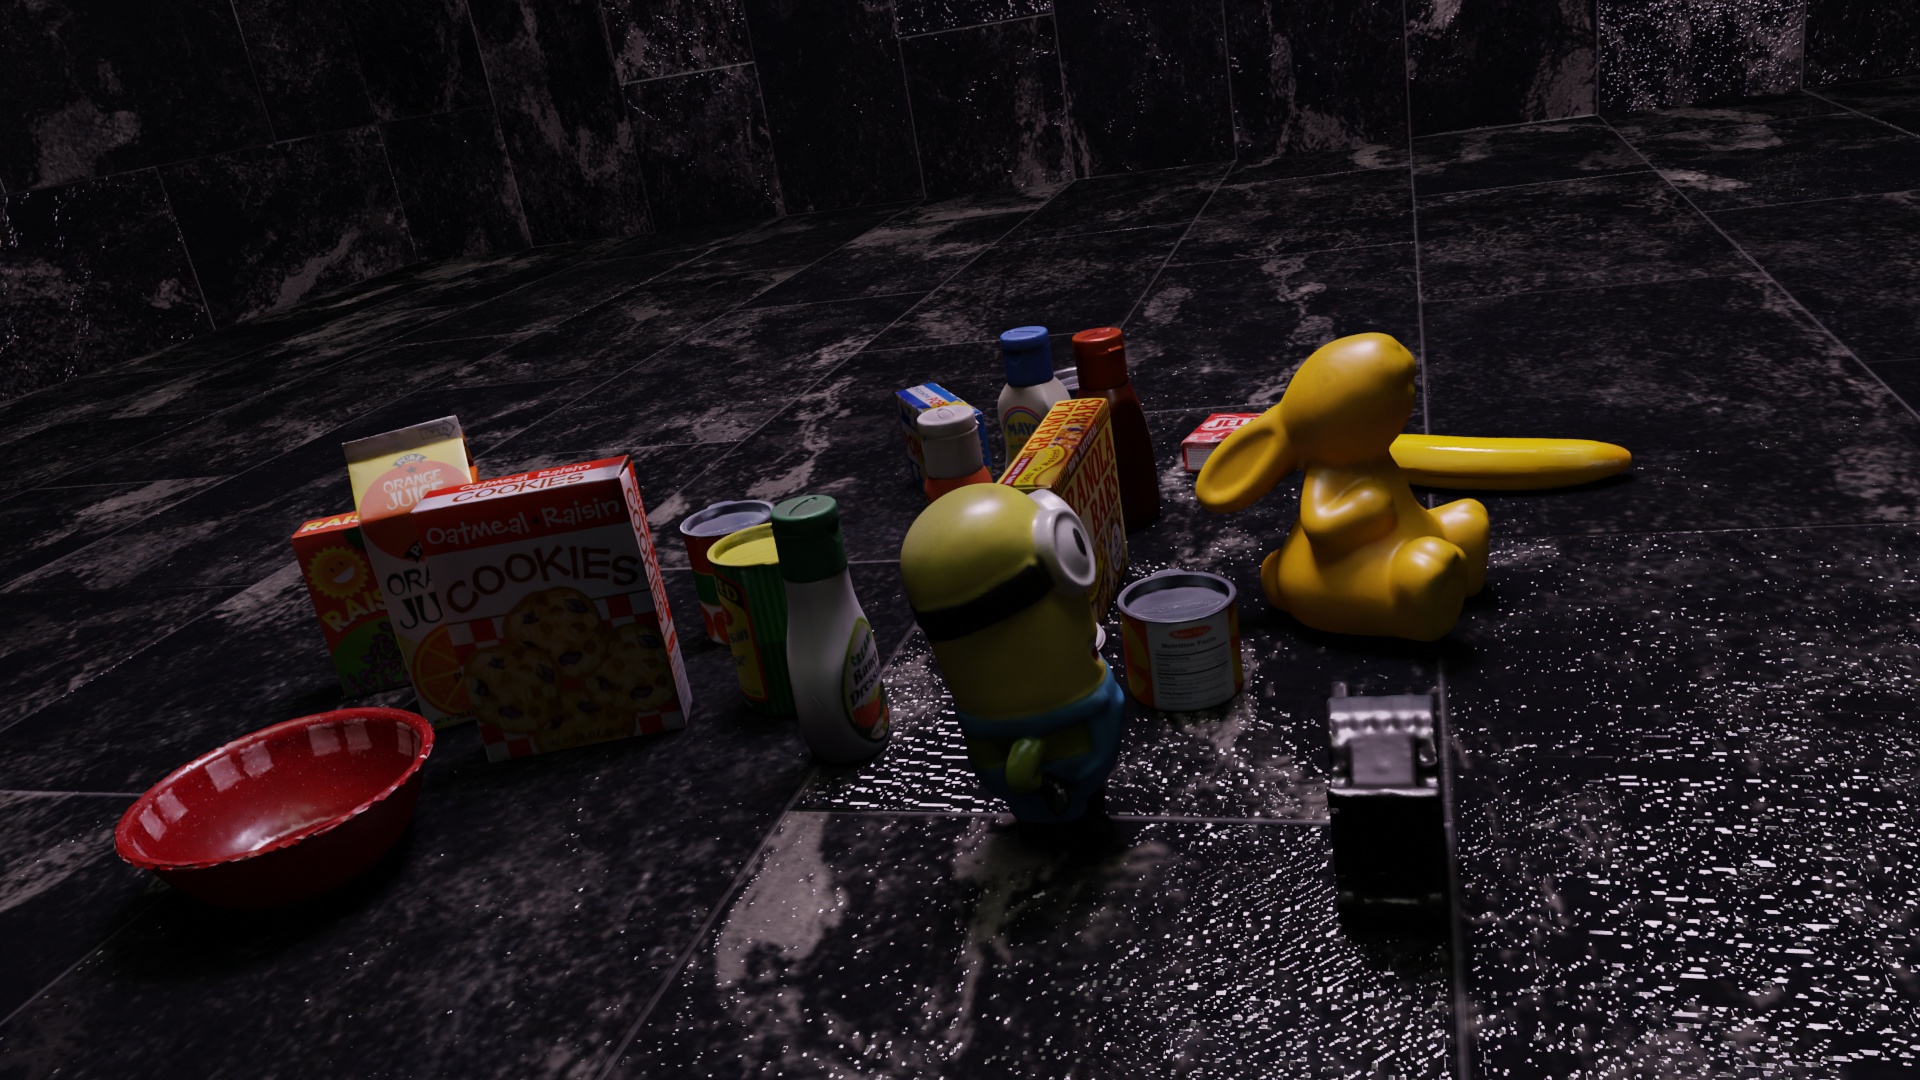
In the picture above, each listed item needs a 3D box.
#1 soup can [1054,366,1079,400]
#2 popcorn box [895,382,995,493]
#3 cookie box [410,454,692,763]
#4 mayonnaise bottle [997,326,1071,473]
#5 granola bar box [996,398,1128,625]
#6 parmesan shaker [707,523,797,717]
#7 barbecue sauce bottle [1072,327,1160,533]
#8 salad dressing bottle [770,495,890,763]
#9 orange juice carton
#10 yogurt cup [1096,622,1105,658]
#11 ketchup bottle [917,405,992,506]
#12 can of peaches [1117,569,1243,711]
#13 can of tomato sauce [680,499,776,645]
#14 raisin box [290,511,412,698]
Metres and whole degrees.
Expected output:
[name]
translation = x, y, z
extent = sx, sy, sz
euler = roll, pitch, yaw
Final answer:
[soup can]
translation = 0.105, -0.096, 1.153
extent = 0.071, 0.083, 0.071
euler = -9, 21, 3
[popcorn box]
translation = -0.012, -0.076, 1.150
extent = 0.038, 0.085, 0.127
euler = -15, 22, -15
[cookie box]
translation = -0.241, 0.042, 0.834
extent = 0.123, 0.166, 0.040
euler = -10, 21, -1
[mayonnaise bottle]
translation = 0.058, -0.088, 1.063
extent = 0.065, 0.147, 0.041
euler = 6, 26, 36
[granola bar box]
translation = 0.067, -0.007, 0.884
extent = 0.039, 0.123, 0.166
euler = -2, 22, 19
[parmesan shaker]
translation = -0.110, 0.049, 0.847
extent = 0.071, 0.102, 0.071
euler = -9, 21, 3
[barbecue sauce bottle]
translation = 0.110, -0.080, 1.020
extent = 0.065, 0.148, 0.044
euler = -22, 24, -29
[salad dressing bottle]
translation = -0.073, 0.049, 0.768
extent = 0.044, 0.147, 0.064
euler = -1, 22, 22
[orange juice carton]
translation = -0.335, 0.018, 0.900
extent = 0.072, 0.192, 0.073
euler = -15, 21, -15
[yogurt cup]
translation = 0.049, 0.078, 0.771
extent = 0.072, 0.053, 0.072
euler = -8, 21, 3
[ketchup bottle]
translation = 0.003, -0.011, 0.889
extent = 0.043, 0.148, 0.065
euler = -13, 21, -9
[can of peaches]
translation = 0.125, 0.056, 0.789
extent = 0.071, 0.057, 0.071
euler = -8, 21, 3
[can of tomato sauce]
translation = -0.153, 0.021, 0.966
extent = 0.071, 0.082, 0.071
euler = -9, 21, 3
[raisin box]
translation = -0.401, 0.040, 0.970
extent = 0.086, 0.123, 0.040
euler = -12, 21, -5
